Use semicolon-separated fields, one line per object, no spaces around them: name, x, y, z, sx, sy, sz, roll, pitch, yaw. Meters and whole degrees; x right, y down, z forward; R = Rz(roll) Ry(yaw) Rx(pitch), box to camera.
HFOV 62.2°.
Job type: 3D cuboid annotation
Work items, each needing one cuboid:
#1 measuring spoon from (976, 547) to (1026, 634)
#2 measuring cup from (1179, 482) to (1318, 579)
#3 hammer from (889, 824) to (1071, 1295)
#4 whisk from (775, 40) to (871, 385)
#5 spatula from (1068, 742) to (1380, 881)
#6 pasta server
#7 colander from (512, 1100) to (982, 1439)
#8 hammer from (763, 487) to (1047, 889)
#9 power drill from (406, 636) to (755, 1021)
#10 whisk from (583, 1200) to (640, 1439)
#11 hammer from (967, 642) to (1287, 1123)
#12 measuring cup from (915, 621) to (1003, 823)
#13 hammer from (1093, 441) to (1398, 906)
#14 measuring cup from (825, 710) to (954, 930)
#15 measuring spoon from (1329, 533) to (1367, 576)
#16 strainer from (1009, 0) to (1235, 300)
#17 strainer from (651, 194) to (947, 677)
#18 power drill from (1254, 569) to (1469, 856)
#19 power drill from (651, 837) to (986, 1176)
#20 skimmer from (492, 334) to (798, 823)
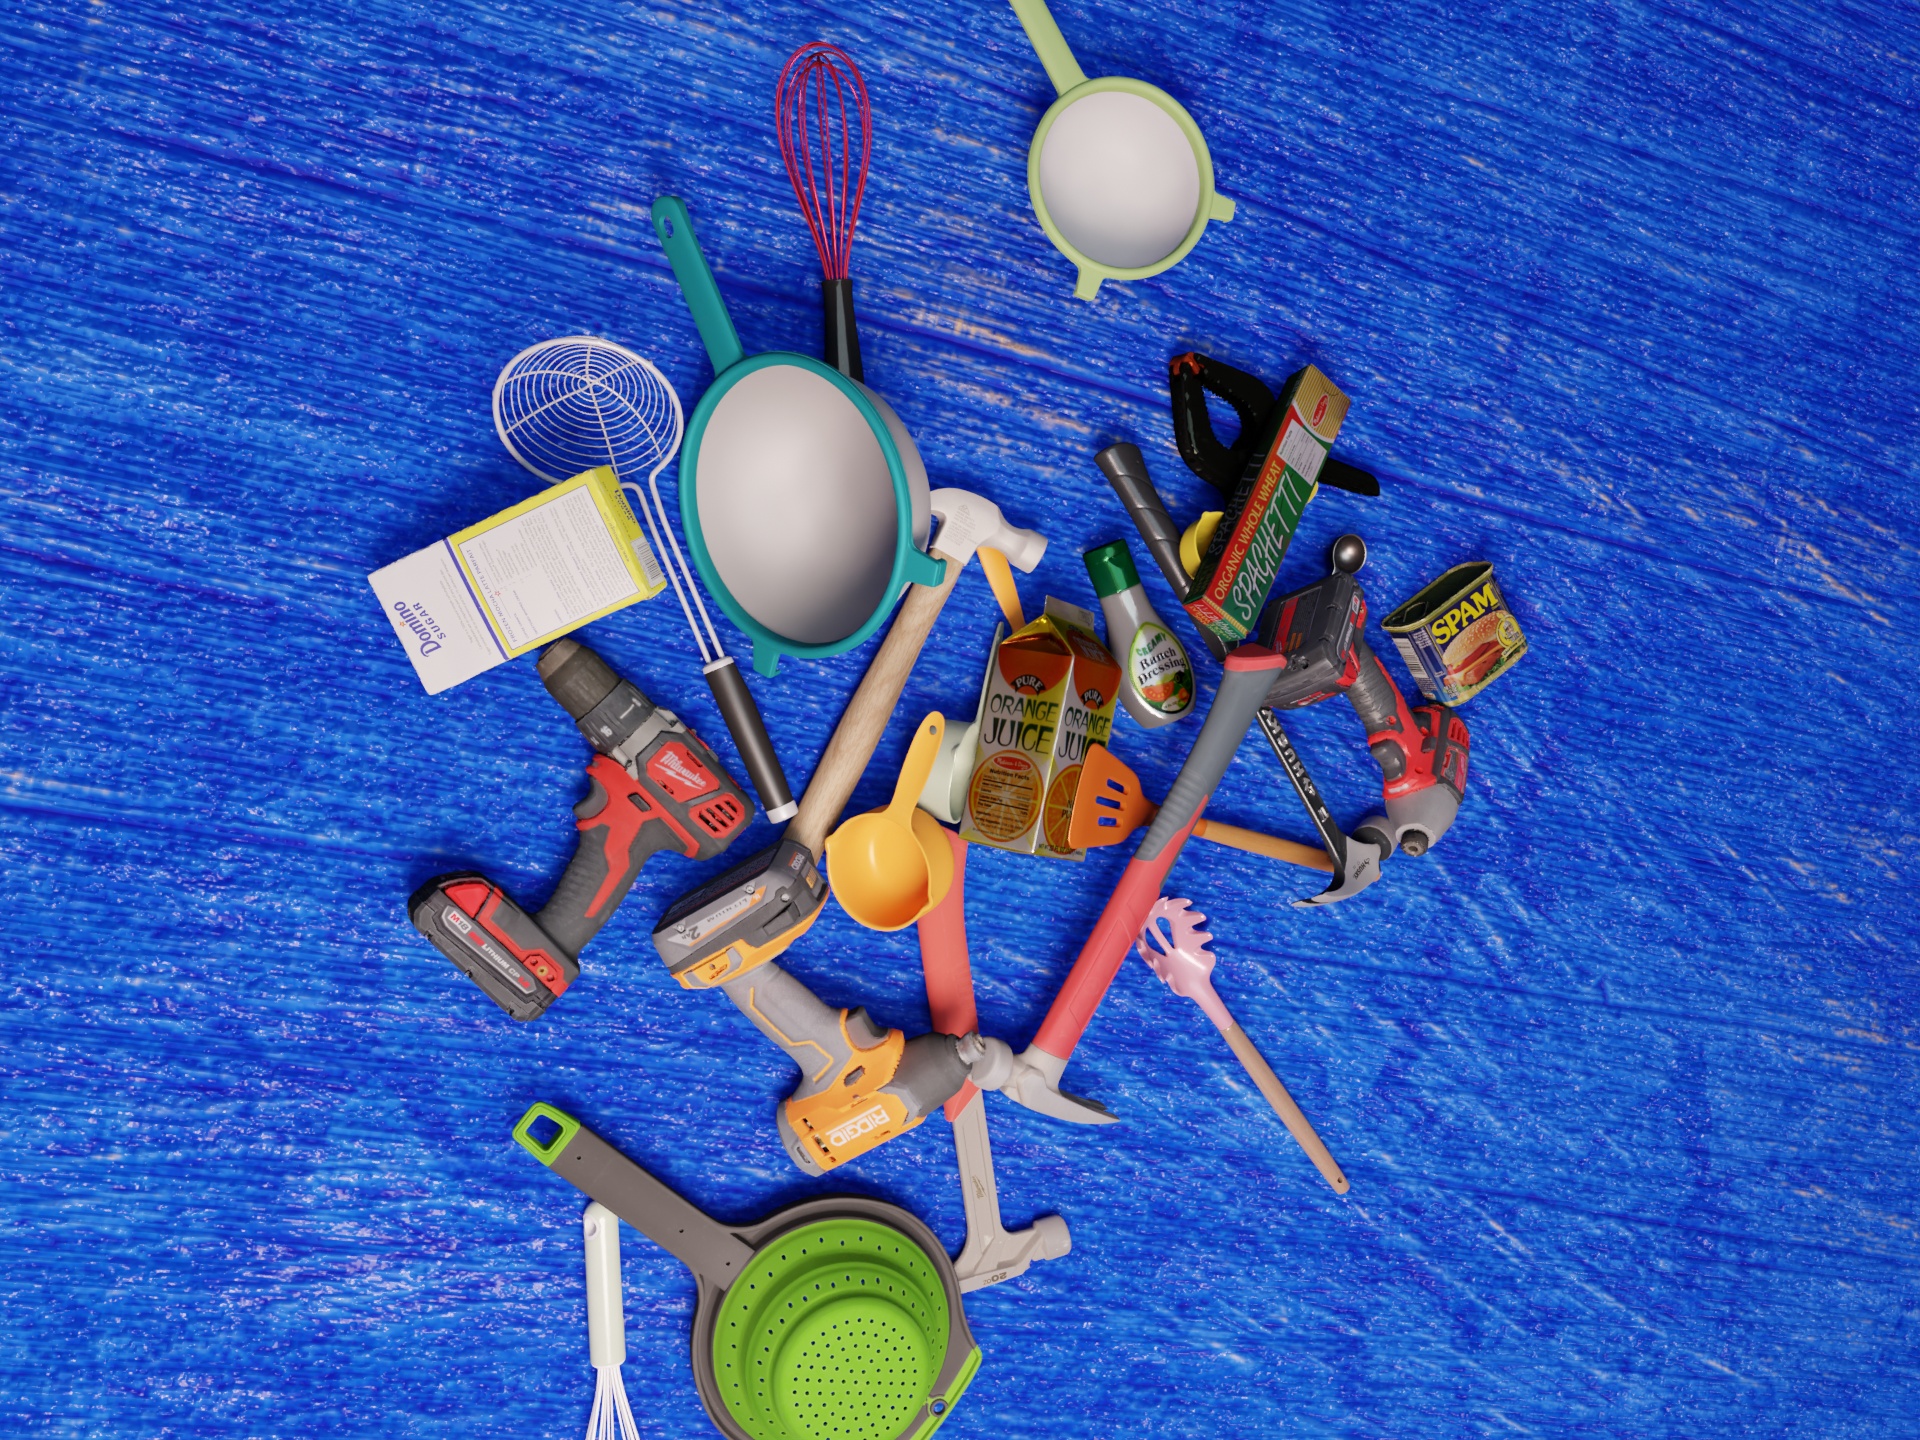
measuring spoon;0.033;-0.108;1.234;0.021;0.011;0.117;-23;98;-17
measuring cup;0.229;-0.153;1.252;0.156;0.029;0.062;-35;97;-33
hammer;-0.010;0.256;1.214;0.149;0.037;0.359;-10;94;-18
whisk;-0.093;-0.342;1.168;0.073;0.073;0.296;-7;100;-18
spatula;0.216;0.092;1.263;0.322;0.041;0.081;16;85;-26
pasta server;0.234;0.269;1.294;0.060;0.040;0.316;-39;103;-15
colander;-0.145;0.398;1.109;0.397;0.094;0.204;40;81;-14
hammer;-0.063;-0.023;1.191;0.130;0.031;0.331;28;84;-12
power drill;-0.278;0.073;1.103;0.227;0.080;0.187;-46;104;-15
whisk;-0.251;0.466;1.137;0.059;0.058;0.246;-2;88;-53
hammer;0.150;0.123;1.199;0.143;0.038;0.386;28;92;-34
measuring cup;-0.002;-0.004;1.207;0.038;0.083;0.168;9;67;14
hammer;0.217;-0.037;1.256;0.149;0.036;0.409;-37;98;-49
measuring cup;-0.034;0.067;1.146;0.095;0.052;0.173;28;111;21
measuring spoon;0.299;-0.099;1.323;0.034;0.018;0.124;29;89;-25
strainer;0.088;-0.454;1.216;0.151;0.069;0.256;-33;100;-13
strainer;-0.119;-0.214;1.123;0.095;0.211;0.340;-20;86;-50
power drill;0.326;0.001;1.266;0.219;0.078;0.143;45;46;-23
power drill;-0.096;0.201;1.136;0.164;0.084;0.226;-30;102;14
skimmer;-0.204;-0.089;1.105;0.127;0.090;0.363;-21;96;16
